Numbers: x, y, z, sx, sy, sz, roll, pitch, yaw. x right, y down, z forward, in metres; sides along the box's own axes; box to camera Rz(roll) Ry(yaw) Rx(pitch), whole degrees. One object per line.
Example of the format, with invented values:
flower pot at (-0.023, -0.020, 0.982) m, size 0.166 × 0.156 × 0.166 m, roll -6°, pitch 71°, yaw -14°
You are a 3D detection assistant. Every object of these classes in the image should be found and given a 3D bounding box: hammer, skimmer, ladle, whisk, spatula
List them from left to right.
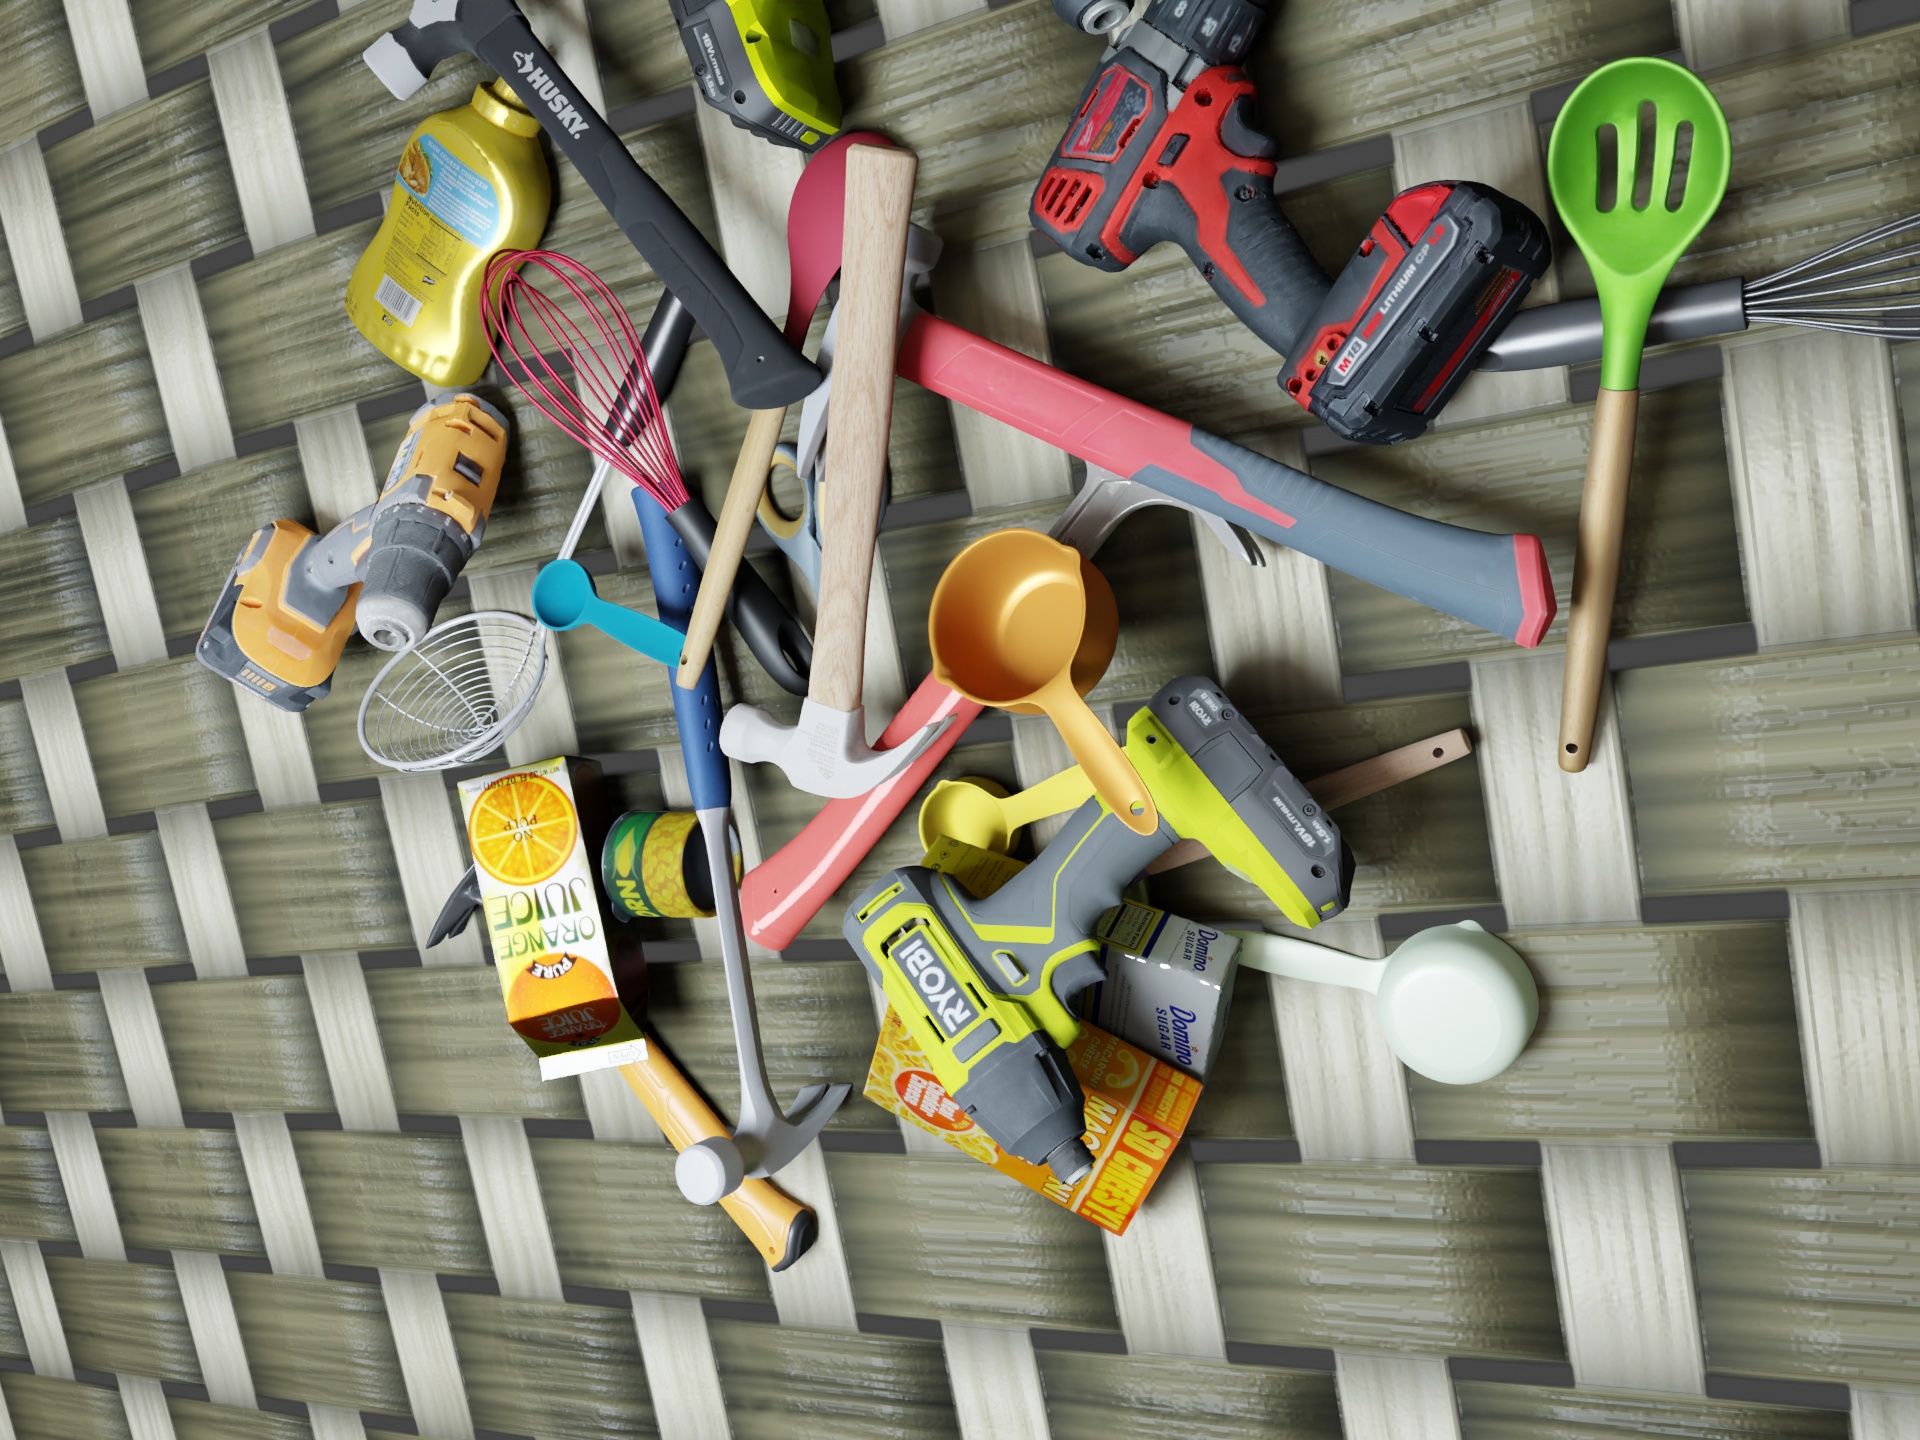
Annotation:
skimmer at (-0.257, -0.123, 0.956) m, size 0.363 × 0.090 × 0.127 m, roll -59°, pitch 42°, yaw 22°
hammer at (-0.180, -0.295, 0.856) m, size 0.146 × 0.035 × 0.335 m, roll -39°, pitch 74°, yaw 2°
hammer at (-0.219, 0.225, 1.047) m, size 0.337 × 0.034 × 0.127 m, roll 48°, pitch 117°, yaw 10°
whisk at (-0.167, -0.136, 0.889) m, size 0.073 × 0.073 × 0.295 m, roll -29°, pitch 102°, yaw 29°
hammer at (-0.141, 0.063, 0.938) m, size 0.035 × 0.144 × 0.405 m, roll -10°, pitch 88°, yaw 27°
ladle at (-0.102, -0.167, 0.856) m, size 0.069 × 0.031 × 0.315 m, roll 23°, pitch 97°, yaw 39°
hammer at (-0.052, -0.114, 0.801) m, size 0.130 × 0.031 × 0.331 m, roll 18°, pitch 114°, yaw 25°
hammer at (-0.001, -0.003, 0.858) m, size 0.149 × 0.036 × 0.359 m, roll 45°, pitch 111°, yaw 17°
hammer at (0.092, -0.114, 0.765) m, size 0.386 × 0.038 × 0.143 m, roll 28°, pitch 106°, yaw 22°
spatula at (0.122, 0.069, 0.847) m, size 0.316 × 0.018 × 0.060 m, roll -26°, pitch 93°, yaw 30°
whisk at (0.330, -0.175, 0.673) m, size 0.239 × 0.055 × 0.055 m, roll -3°, pitch 100°, yaw 32°

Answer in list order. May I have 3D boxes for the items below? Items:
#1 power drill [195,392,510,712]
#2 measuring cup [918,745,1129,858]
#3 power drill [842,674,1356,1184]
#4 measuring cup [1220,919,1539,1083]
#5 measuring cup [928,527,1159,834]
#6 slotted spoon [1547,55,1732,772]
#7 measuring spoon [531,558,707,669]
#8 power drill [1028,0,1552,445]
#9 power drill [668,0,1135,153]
power drill at (-0.377, -0.085, 0.984) m, size 0.226 × 0.186 × 0.084 m, roll -27°, pitch 132°, yaw 30°
measuring cup at (0.048, 0.042, 0.875) m, size 0.156 × 0.029 × 0.062 m, roll -23°, pitch 90°, yaw 27°
power drill at (0.074, 0.100, 0.775) m, size 0.223 × 0.080 × 0.171 m, roll -39°, pitch 67°, yaw 4°
measuring cup at (0.204, 0.135, 0.807) m, size 0.168 × 0.038 × 0.083 m, roll 11°, pitch 106°, yaw 23°
measuring cup at (0.055, -0.014, 0.765) m, size 0.095 × 0.052 × 0.174 m, roll -42°, pitch 65°, yaw 19°
slotted spoon at (0.280, -0.119, 0.689) m, size 0.070 × 0.031 × 0.313 m, roll 13°, pitch 119°, yaw 32°
measuring spoon at (-0.191, -0.055, 0.911) m, size 0.129 × 0.021 × 0.042 m, roll 25°, pitch 95°, yaw 23°
power drill at (0.152, -0.252, 0.717) m, size 0.227 × 0.080 × 0.188 m, roll 45°, pitch 117°, yaw 23°
power drill at (-0.029, -0.381, 0.779) m, size 0.228 × 0.080 × 0.191 m, roll -24°, pitch 80°, yaw 28°
